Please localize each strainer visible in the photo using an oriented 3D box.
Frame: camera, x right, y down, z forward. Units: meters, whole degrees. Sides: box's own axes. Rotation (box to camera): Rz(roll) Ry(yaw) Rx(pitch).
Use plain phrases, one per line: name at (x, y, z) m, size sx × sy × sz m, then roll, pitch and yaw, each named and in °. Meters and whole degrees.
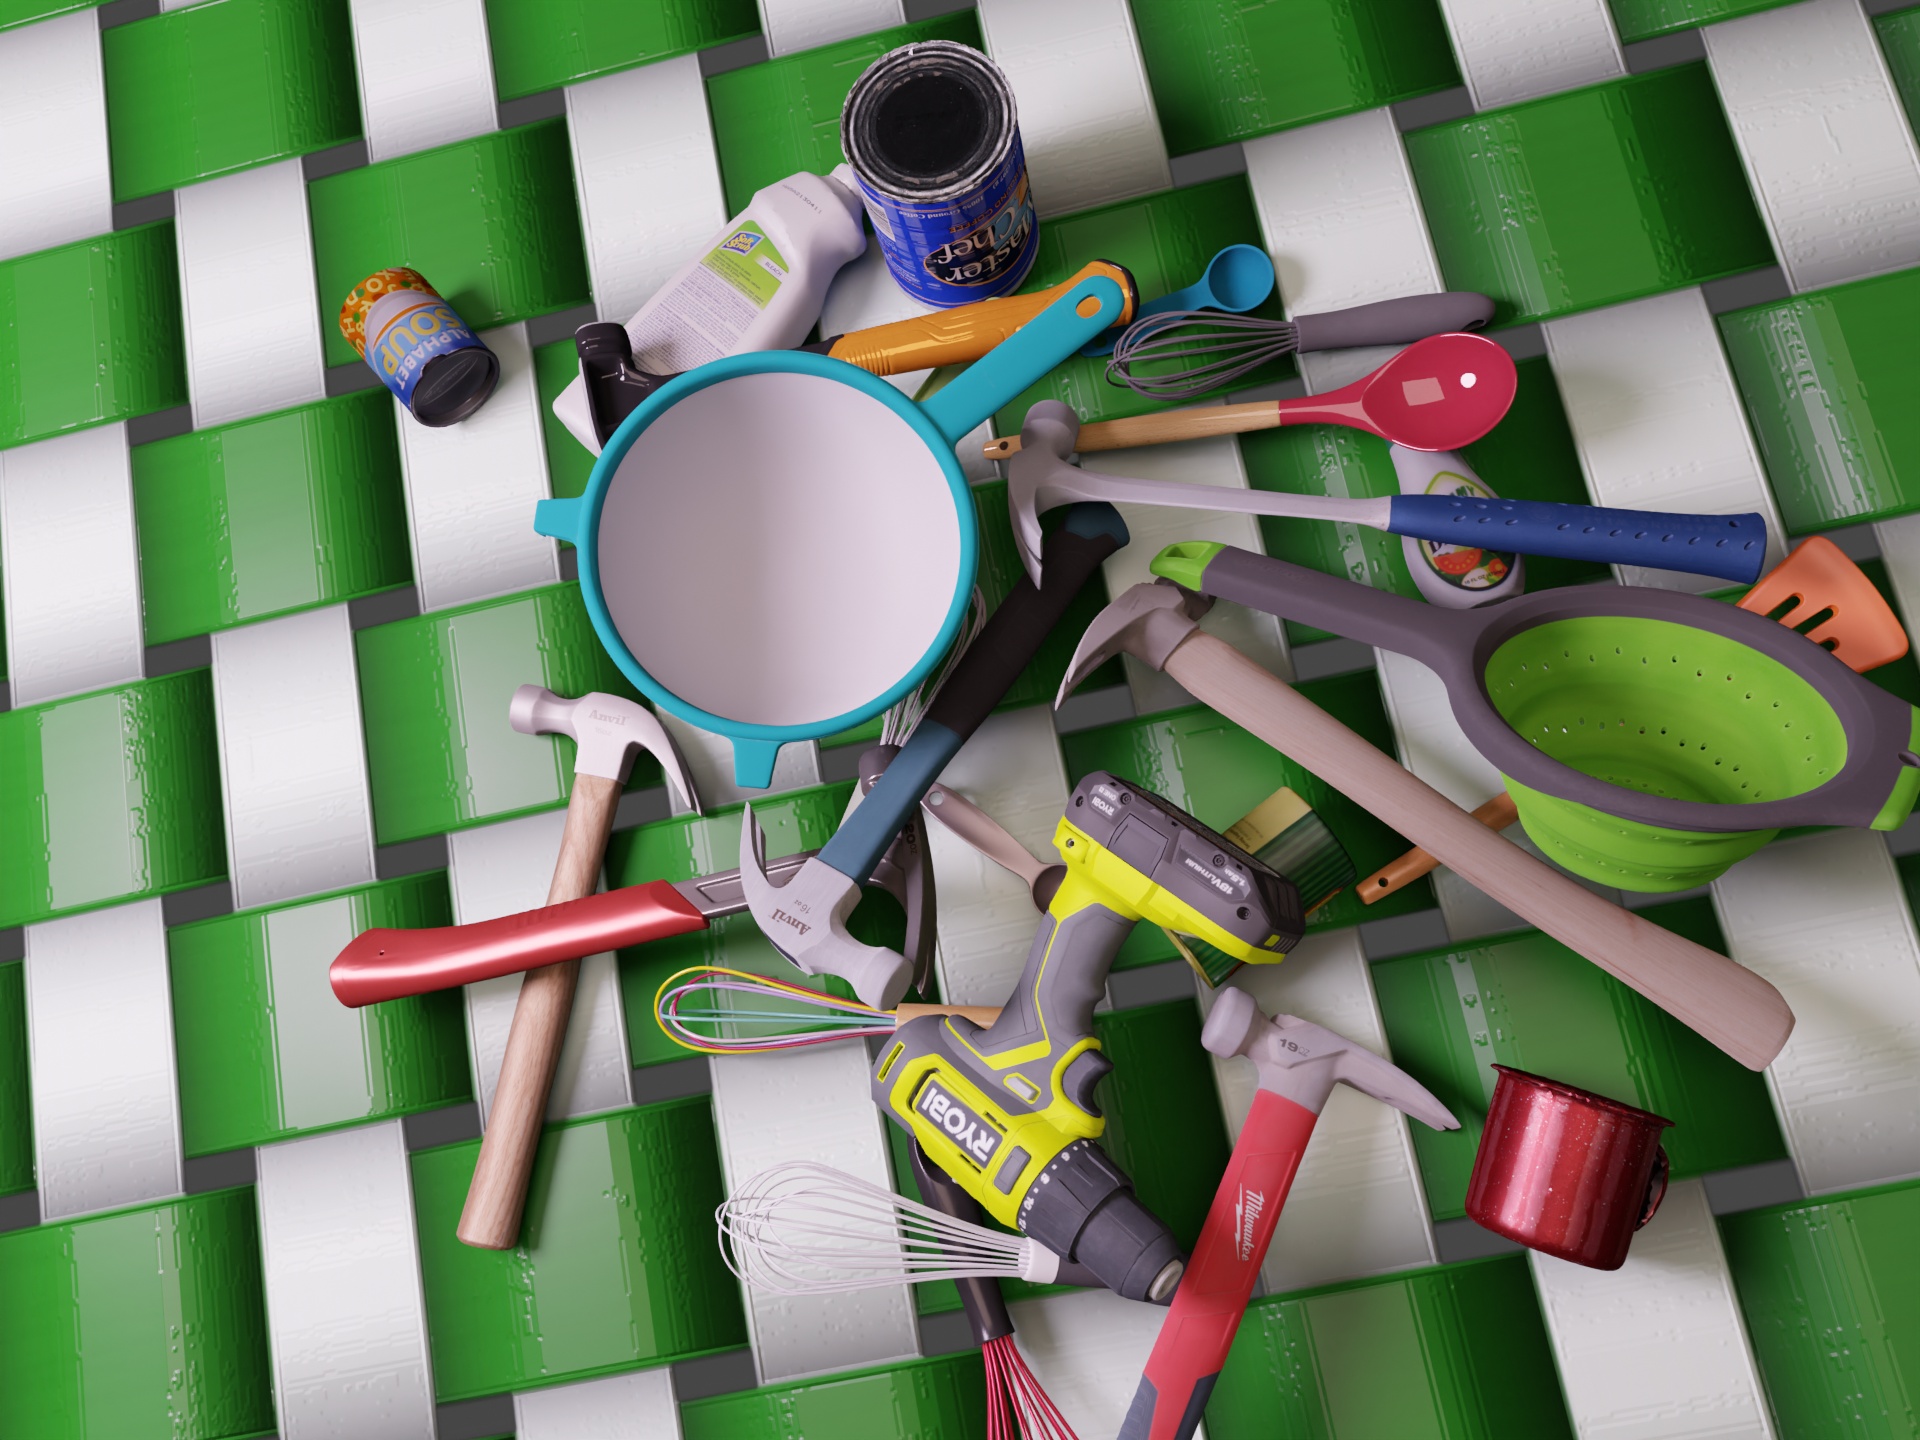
strainer at (-0.048, -0.127, 0.884) m, size 0.340 × 0.095 × 0.211 m, roll -39°, pitch 85°, yaw -8°
strainer at (-0.052, -0.165, 0.973) m, size 0.151 × 0.069 × 0.256 m, roll 36°, pitch 87°, yaw 14°

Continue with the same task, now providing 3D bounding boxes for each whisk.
whisk at (-0.043, 0.026, 0.947) m, size 0.058 × 0.059 × 0.246 m, roll 18°, pitch 84°, yaw 48°
whisk at (0.026, 0.354, 0.860) m, size 0.073 × 0.073 × 0.296 m, roll -21°, pitch 70°, yaw 3°
whisk at (0.011, 0.281, 0.842) m, size 0.284 × 0.070 × 0.070 m, roll 12°, pitch 79°, yaw -13°
whisk at (-0.058, 0.170, 0.918) m, size 0.245 × 0.051 × 0.047 m, roll 1°, pitch 73°, yaw 5°
whisk at (0.205, -0.232, 0.966) m, size 0.239 × 0.055 × 0.055 m, roll -8°, pitch 77°, yaw 1°

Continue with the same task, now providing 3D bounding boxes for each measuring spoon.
measuring spoon at (0.135, -0.256, 0.997) m, size 0.128 × 0.021 × 0.042 m, roll -22°, pitch 83°, yaw 12°
measuring spoon at (0.023, 0.075, 0.937) m, size 0.124 × 0.018 × 0.034 m, roll 37°, pitch 79°, yaw 13°

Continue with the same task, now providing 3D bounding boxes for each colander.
colander at (0.281, -0.005, 0.849) m, size 0.397 × 0.094 × 0.204 m, roll 21°, pitch 41°, yaw 27°

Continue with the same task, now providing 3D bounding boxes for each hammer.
hammer at (-0.241, 0.146, 0.954) m, size 0.130 × 0.031 × 0.331 m, roll 10°, pitch 80°, yaw 10°
hammer at (0.224, -0.111, 0.875) m, size 0.405 × 0.035 × 0.144 m, roll 7°, pitch 43°, yaw 9°
hammer at (-0.054, -0.213, 0.948) m, size 0.337 × 0.034 × 0.127 m, roll -14°, pitch 68°, yaw -6°
hammer at (-0.189, 0.120, 0.898) m, size 0.359 × 0.036 × 0.149 m, roll -14°, pitch 55°, yaw 10°
hammer at (0.244, 0.055, 0.850) m, size 0.411 × 0.038 × 0.146 m, roll 35°, pitch 44°, yaw 16°
hammer at (0.126, 0.339, 0.809) m, size 0.143 × 0.038 × 0.386 m, roll 27°, pitch 71°, yaw 2°
hammer at (-0.001, -0.003, 0.879) m, size 0.128 × 0.033 × 0.331 m, roll 25°, pitch 64°, yaw 25°

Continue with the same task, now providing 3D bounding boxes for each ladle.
ladle at (0.163, -0.178, 0.942) m, size 0.315 × 0.031 × 0.069 m, roll -4°, pitch 80°, yaw 19°

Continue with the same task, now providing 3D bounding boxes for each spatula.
spatula at (0.363, 0.014, 0.891) m, size 0.322 × 0.041 × 0.081 m, roll -32°, pitch 76°, yaw 2°

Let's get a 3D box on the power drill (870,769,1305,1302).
power drill at (0.076, 0.161, 0.820) m, size 0.191 × 0.080 × 0.228 m, roll 34°, pitch 97°, yaw 32°
